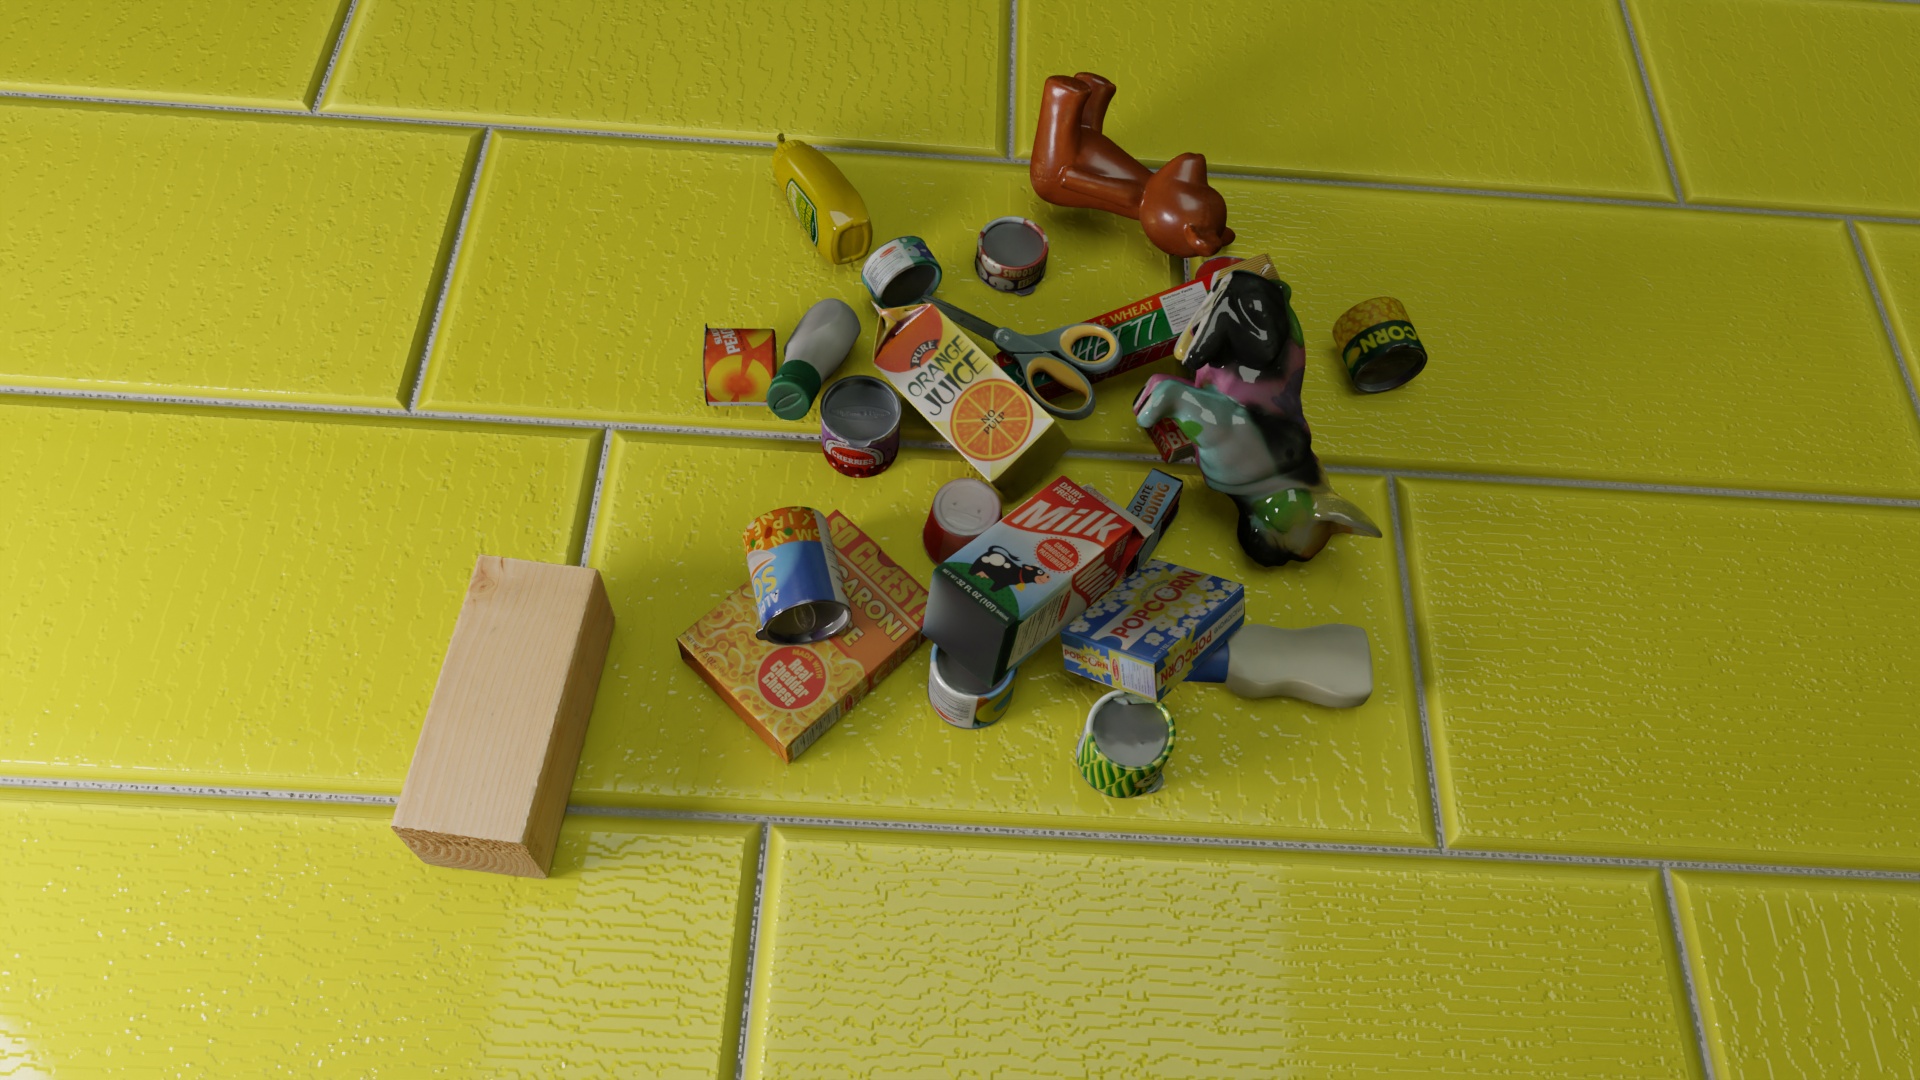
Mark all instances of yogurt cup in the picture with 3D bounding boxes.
[{"bbox_3d":[0.004,-0.014,1.115,0.072,0.053,0.073,1,61,-2],"label":"yogurt cup"}]

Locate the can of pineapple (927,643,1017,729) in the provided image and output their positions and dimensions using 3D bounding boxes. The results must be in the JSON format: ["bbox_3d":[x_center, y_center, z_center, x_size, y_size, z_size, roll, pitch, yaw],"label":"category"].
[{"bbox_3d":[0.010,0.100,1.048,0.071,0.057,0.071,2,60,-3],"label":"can of pineapple"}]

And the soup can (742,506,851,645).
[{"bbox_3d":[-0.125,0.027,1.029,0.071,0.071,0.084,-12,61,-10],"label":"soup can"}]

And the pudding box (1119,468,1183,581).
[{"bbox_3d":[0.147,-0.011,1.125,0.030,0.049,0.084,28,63,17],"label":"pudding box"}]

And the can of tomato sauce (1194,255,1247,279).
[{"bbox_3d":[0.231,-0.198,1.228,0.071,0.071,0.083,15,61,5],"label":"can of tomato sauce"}]

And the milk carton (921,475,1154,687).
[{"bbox_3d":[0.063,0.018,1.035,0.072,0.073,0.191,37,51,23],"label":"milk carton"}]

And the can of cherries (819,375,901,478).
[{"bbox_3d":[-0.084,-0.092,1.150,0.071,0.058,0.072,2,61,-4],"label":"can of cherries"}]

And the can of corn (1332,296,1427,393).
[{"bbox_3d":[0.368,-0.173,1.220,0.071,0.070,0.058,-10,61,-9],"label":"can of corn"}]

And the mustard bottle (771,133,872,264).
[{"bbox_3d":[-0.135,-0.323,1.277,0.049,0.065,0.161,-22,59,-21],"label":"mustard bottle"}]

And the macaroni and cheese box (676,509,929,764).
[{"bbox_3d":[-0.113,0.070,1.067,0.124,0.040,0.167,41,66,17],"label":"macaroni and cheese box"}]

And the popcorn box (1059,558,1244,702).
[{"bbox_3d":[0.147,0.065,1.050,0.085,0.038,0.127,18,37,37],"label":"popcorn box"}]

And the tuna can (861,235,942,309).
[{"bbox_3d":[-0.050,-0.234,1.231,0.071,0.070,0.033,-24,66,-16],"label":"tuna can"}]

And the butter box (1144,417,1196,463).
[{"bbox_3d":[0.212,-0.107,1.198,0.104,0.024,0.053,-20,64,-14],"label":"butter box"}]

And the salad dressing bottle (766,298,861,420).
[{"bbox_3d":[-0.124,-0.151,1.156,0.064,0.044,0.148,-23,27,25],"label":"salad dressing bottle"}]

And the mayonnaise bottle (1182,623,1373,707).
[{"bbox_3d":[0.241,0.094,1.078,0.148,0.041,0.065,3,59,-1],"label":"mayonnaise bottle"}]

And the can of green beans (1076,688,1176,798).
[{"bbox_3d":[0.122,0.150,1.028,0.071,0.057,0.071,2,61,-3],"label":"can of green beans"}]

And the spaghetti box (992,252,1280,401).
[{"bbox_3d":[0.151,-0.176,1.183,0.250,0.028,0.050,-19,62,9],"label":"spaghetti box"}]

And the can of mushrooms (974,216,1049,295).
[{"bbox_3d":[0.048,-0.260,1.269,0.071,0.033,0.071,2,60,-3],"label":"can of mushrooms"}]

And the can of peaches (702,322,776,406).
[{"bbox_3d":[-0.185,-0.148,1.168,0.058,0.071,0.071,0,61,-5],"label":"can of peaches"}]

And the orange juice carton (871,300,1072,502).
[{"bbox_3d":[-0.003,-0.127,1.154,0.073,0.071,0.193,-45,69,3],"label":"orange juice carton"}]
